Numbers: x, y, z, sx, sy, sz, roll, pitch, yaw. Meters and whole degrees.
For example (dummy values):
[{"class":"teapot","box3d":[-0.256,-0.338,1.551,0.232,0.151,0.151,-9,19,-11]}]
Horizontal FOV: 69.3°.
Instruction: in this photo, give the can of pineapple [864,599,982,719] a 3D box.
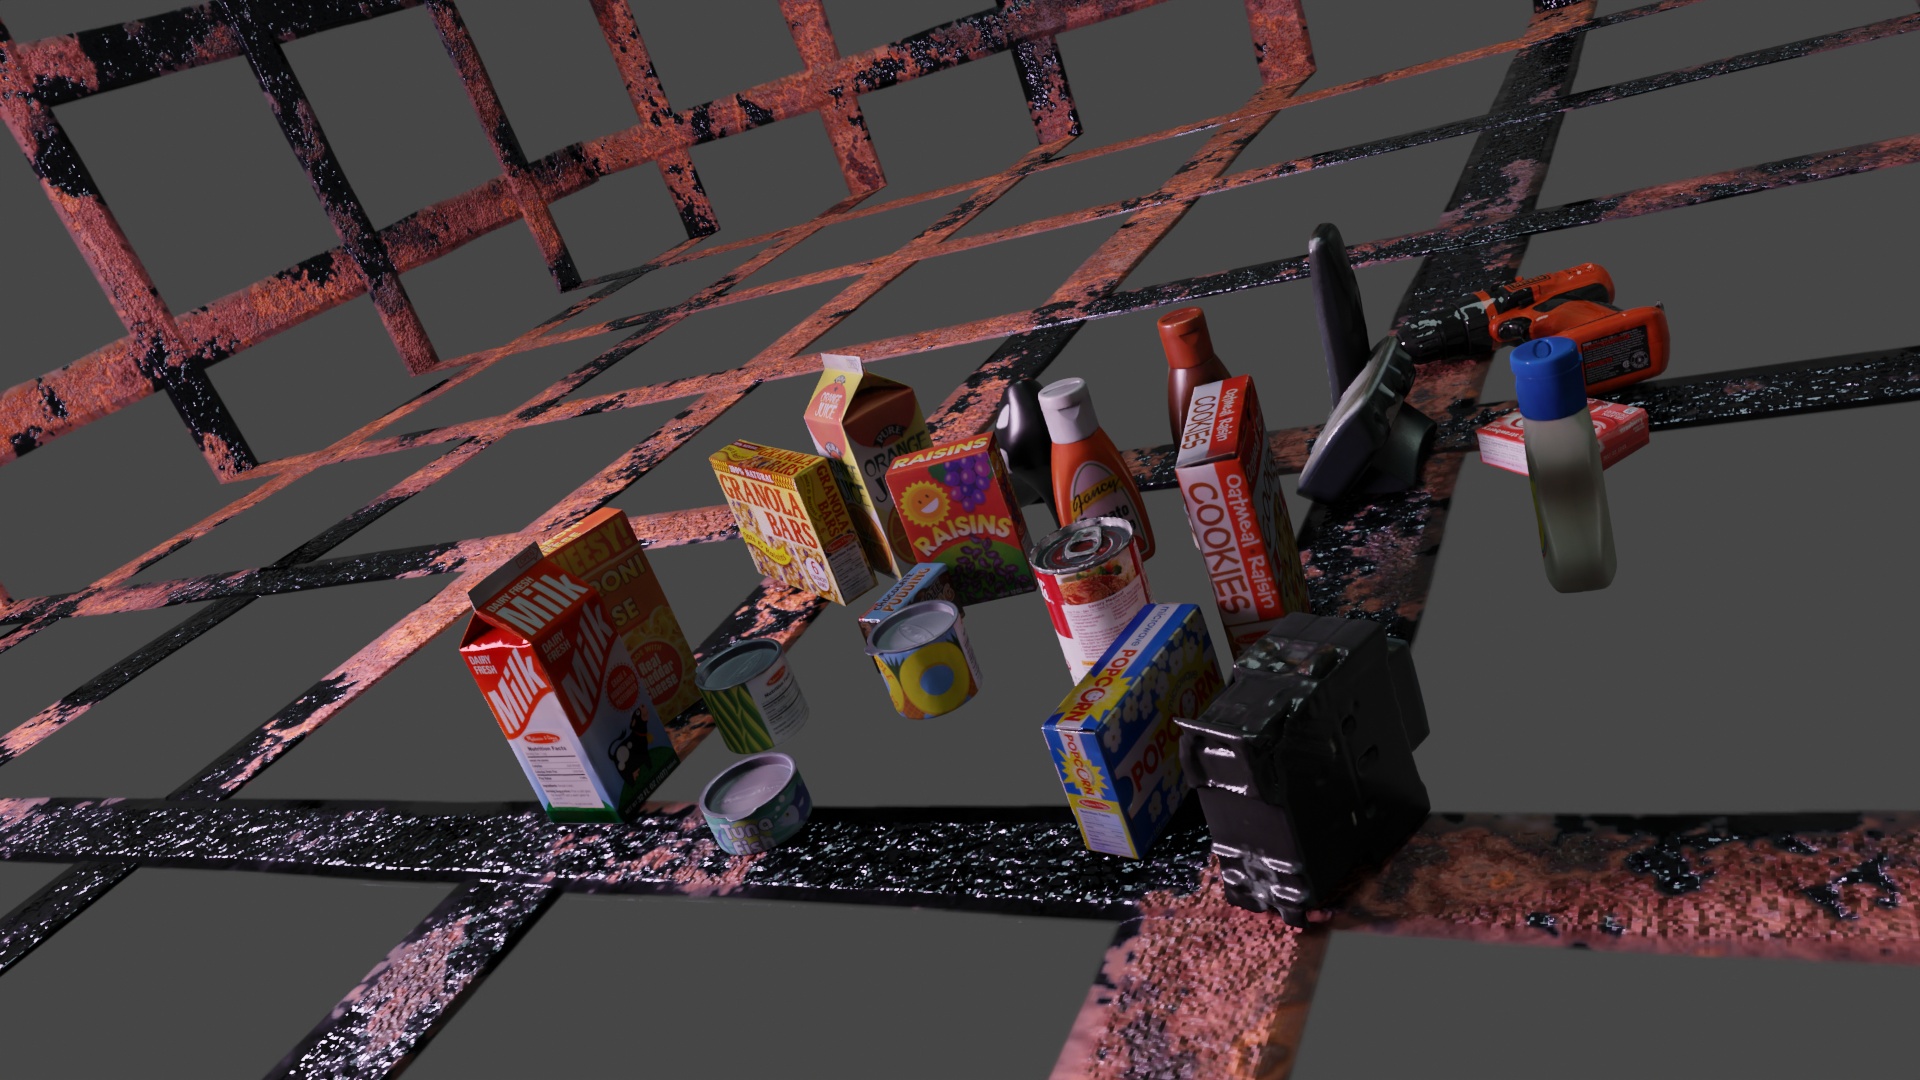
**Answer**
[{"class":"can of pineapple","box3d":[-0.025,0.083,0.961,0.071,0.057,0.071,-17,23,8]}]

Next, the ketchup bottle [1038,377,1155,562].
[{"class":"ketchup bottle","box3d":[0.097,-0.047,1.035,0.065,0.148,0.044,-20,22,2]}]

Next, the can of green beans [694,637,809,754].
[{"class":"can of green beans","box3d":[-0.149,0.112,0.999,0.071,0.057,0.071,-17,23,8]}]

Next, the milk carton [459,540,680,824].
[{"class":"milk carton","box3d":[-0.276,0.099,0.961,0.073,0.190,0.073,-7,26,31]}]

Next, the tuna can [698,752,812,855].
[{"class":"tuna can","box3d":[-0.130,0.169,0.886,0.071,0.032,0.071,-17,23,7]}]

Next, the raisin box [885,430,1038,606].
[{"class":"raisin box","box3d":[0.004,-0.013,1.069,0.086,0.123,0.040,-13,23,17]}]

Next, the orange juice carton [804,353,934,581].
[{"class":"orange juice carton","box3d":[-0.067,-0.068,1.162,0.073,0.192,0.072,-30,24,-23]}]

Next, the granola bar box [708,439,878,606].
[{"class":"granola bar box","box3d":[-0.146,-0.019,1.206,0.039,0.123,0.165,-32,25,-26]}]

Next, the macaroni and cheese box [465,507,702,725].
[{"class":"macaroni and cheese box","box3d":[-0.277,0.077,1.044,0.040,0.166,0.124,6,34,48]}]

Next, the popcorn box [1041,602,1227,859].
[{"class":"popcorn box","box3d":[0.103,0.102,0.774,0.038,0.085,0.127,-1,29,39]}]

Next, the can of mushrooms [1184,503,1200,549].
[{"class":"can of mushrooms","box3d":[0.203,-0.020,1.033,0.071,0.033,0.071,-17,23,7]}]

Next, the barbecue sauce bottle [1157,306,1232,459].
[{"class":"barbecue sauce bottle","box3d":[0.192,-0.109,1.096,0.065,0.148,0.044,-20,22,0]}]

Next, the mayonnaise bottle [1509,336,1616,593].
[{"class":"mayonnaise bottle","box3d":[0.354,-0.045,0.816,0.041,0.147,0.065,-10,25,25]}]

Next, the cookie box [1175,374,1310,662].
[{"class":"cookie box","box3d":[0.176,-0.001,0.840,0.040,0.166,0.123,-12,24,20]}]

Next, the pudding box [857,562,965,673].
[{"class":"pudding box","box3d":[-0.036,0.057,1.039,0.030,0.049,0.084,-1,29,39]}]
